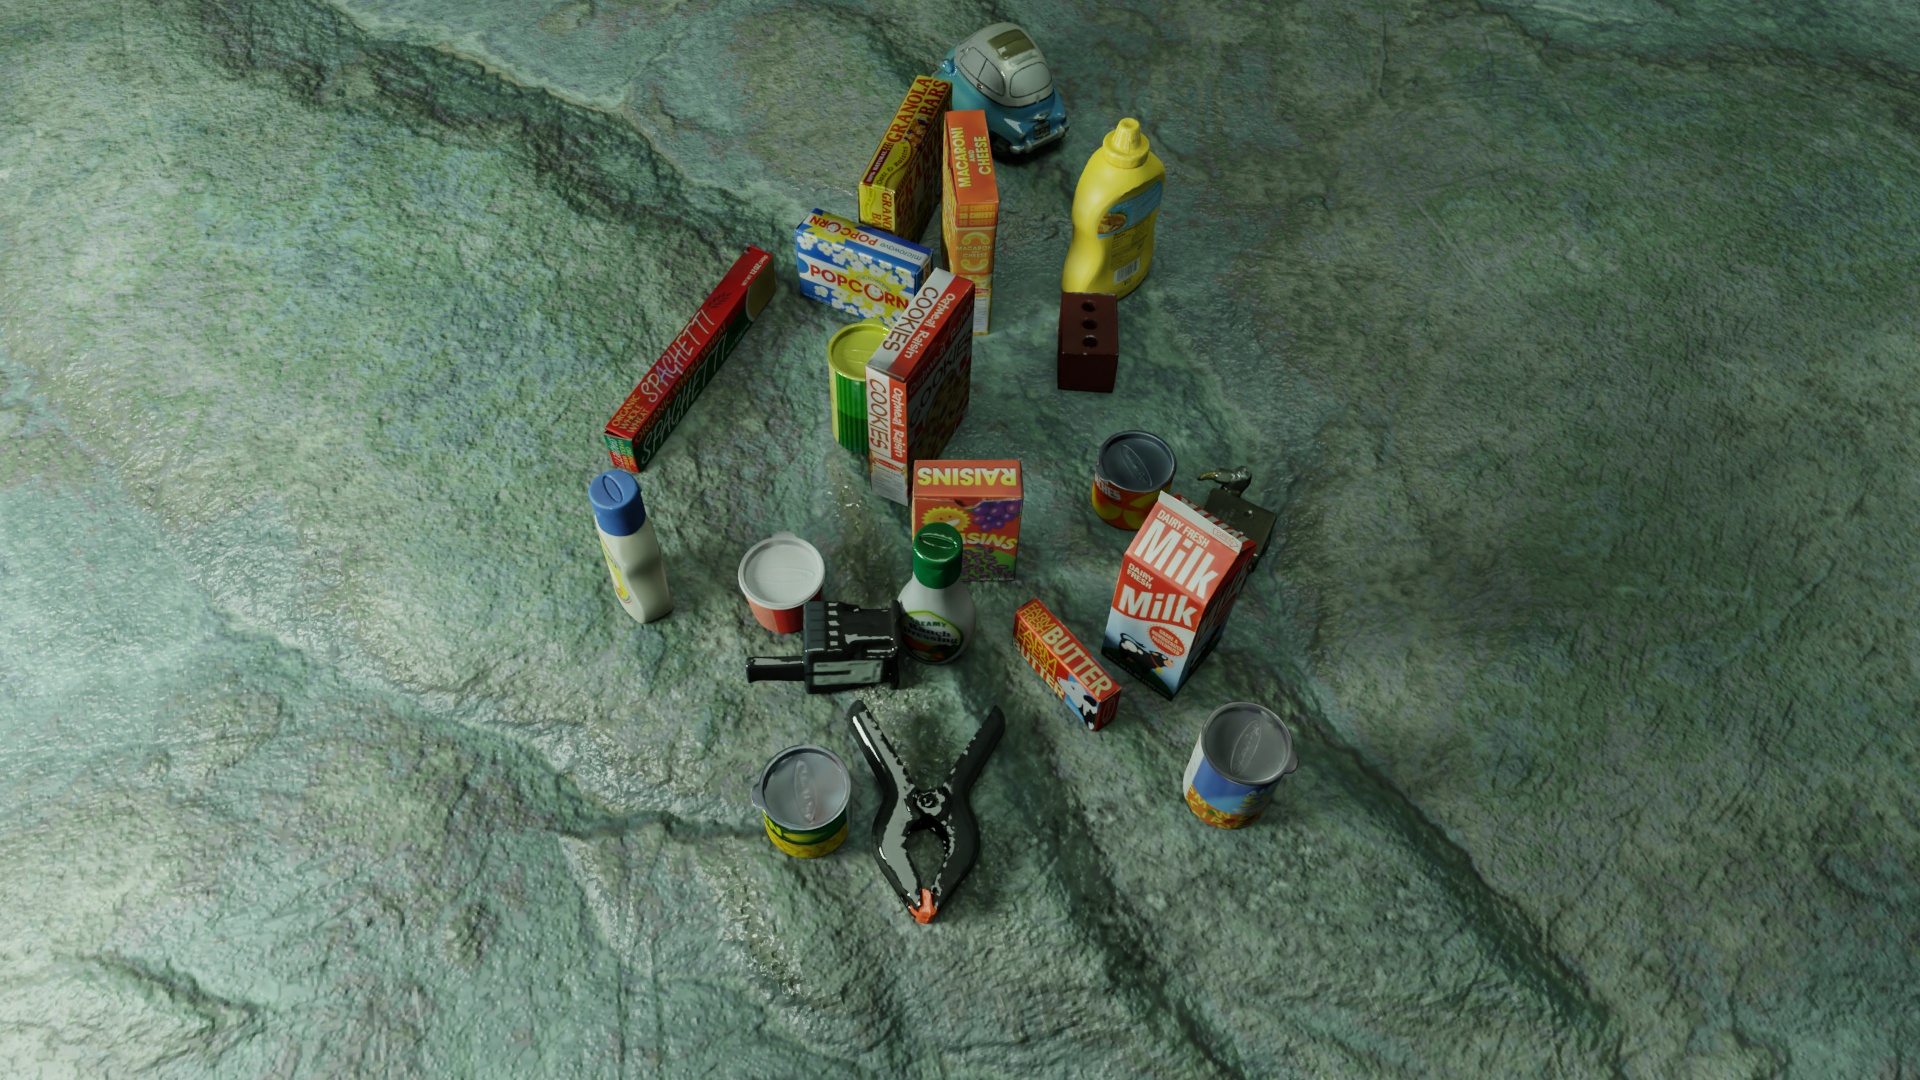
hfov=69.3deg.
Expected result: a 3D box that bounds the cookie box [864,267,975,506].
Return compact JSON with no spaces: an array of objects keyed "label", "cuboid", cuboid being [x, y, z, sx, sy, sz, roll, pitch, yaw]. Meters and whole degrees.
[{"label":"cookie box","cuboid":[-0.032,-0.126,1.162,0.040,0.166,0.123,23,58,13]}]

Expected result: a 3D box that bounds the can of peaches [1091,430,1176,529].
[{"label":"can of peaches","cuboid":[0.145,-0.050,1.183,0.071,0.057,0.071,1,56,-1]}]

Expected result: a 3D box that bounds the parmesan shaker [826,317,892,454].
[{"label":"parmesan shaker","cuboid":[-0.079,-0.132,1.204,0.071,0.102,0.071,1,56,-1]}]

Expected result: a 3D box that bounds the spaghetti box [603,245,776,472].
[{"label":"spaghetti box","cuboid":[-0.239,-0.166,1.253,0.029,0.050,0.251,22,58,12]}]

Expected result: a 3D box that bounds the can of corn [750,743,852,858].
[{"label":"can of corn","cuboid":[-0.114,0.191,1.008,0.071,0.058,0.071,1,56,-1]}]

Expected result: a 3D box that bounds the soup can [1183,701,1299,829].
[{"label":"soup can","cuboid":[0.205,0.168,1.020,0.071,0.083,0.072,1,56,-1]}]

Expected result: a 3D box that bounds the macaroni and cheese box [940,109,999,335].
[{"label":"macaroni and cheese box","cuboid":[0.006,-0.289,1.276,0.040,0.165,0.124,-4,56,-4]}]

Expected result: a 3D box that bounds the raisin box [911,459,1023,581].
[{"label":"raisin box","cuboid":[0.004,-0.014,1.113,0.086,0.122,0.040,0,56,-2]}]

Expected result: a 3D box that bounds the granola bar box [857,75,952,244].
[{"label":"granola bar box","cuboid":[-0.052,-0.346,1.338,0.039,0.123,0.166,16,57,9]}]

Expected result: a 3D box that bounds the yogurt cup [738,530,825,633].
[{"label":"yogurt cup","cuboid":[-0.141,0.038,1.114,0.072,0.053,0.073,1,56,-1]}]

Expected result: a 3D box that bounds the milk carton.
[{"label":"milk carton","cuboid":[0.165,0.035,1.045,0.072,0.189,0.074,34,61,19]}]

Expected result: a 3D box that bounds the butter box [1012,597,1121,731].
[{"label":"butter box","cuboid":[0.081,0.097,1.083,0.024,0.052,0.104,-32,63,-21]}]

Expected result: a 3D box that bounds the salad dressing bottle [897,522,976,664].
[{"label":"salad dressing bottle","cuboid":[-0.019,0.041,1.060,0.064,0.147,0.044,14,57,7]}]

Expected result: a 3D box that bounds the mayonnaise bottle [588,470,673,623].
[{"label":"mayonnaise bottle","cuboid":[-0.257,0.003,1.077,0.041,0.147,0.065,-27,61,-19]}]

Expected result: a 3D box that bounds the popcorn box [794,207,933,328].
[{"label":"popcorn box","cuboid":[-0.089,-0.249,1.294,0.127,0.084,0.038,22,58,13]}]
